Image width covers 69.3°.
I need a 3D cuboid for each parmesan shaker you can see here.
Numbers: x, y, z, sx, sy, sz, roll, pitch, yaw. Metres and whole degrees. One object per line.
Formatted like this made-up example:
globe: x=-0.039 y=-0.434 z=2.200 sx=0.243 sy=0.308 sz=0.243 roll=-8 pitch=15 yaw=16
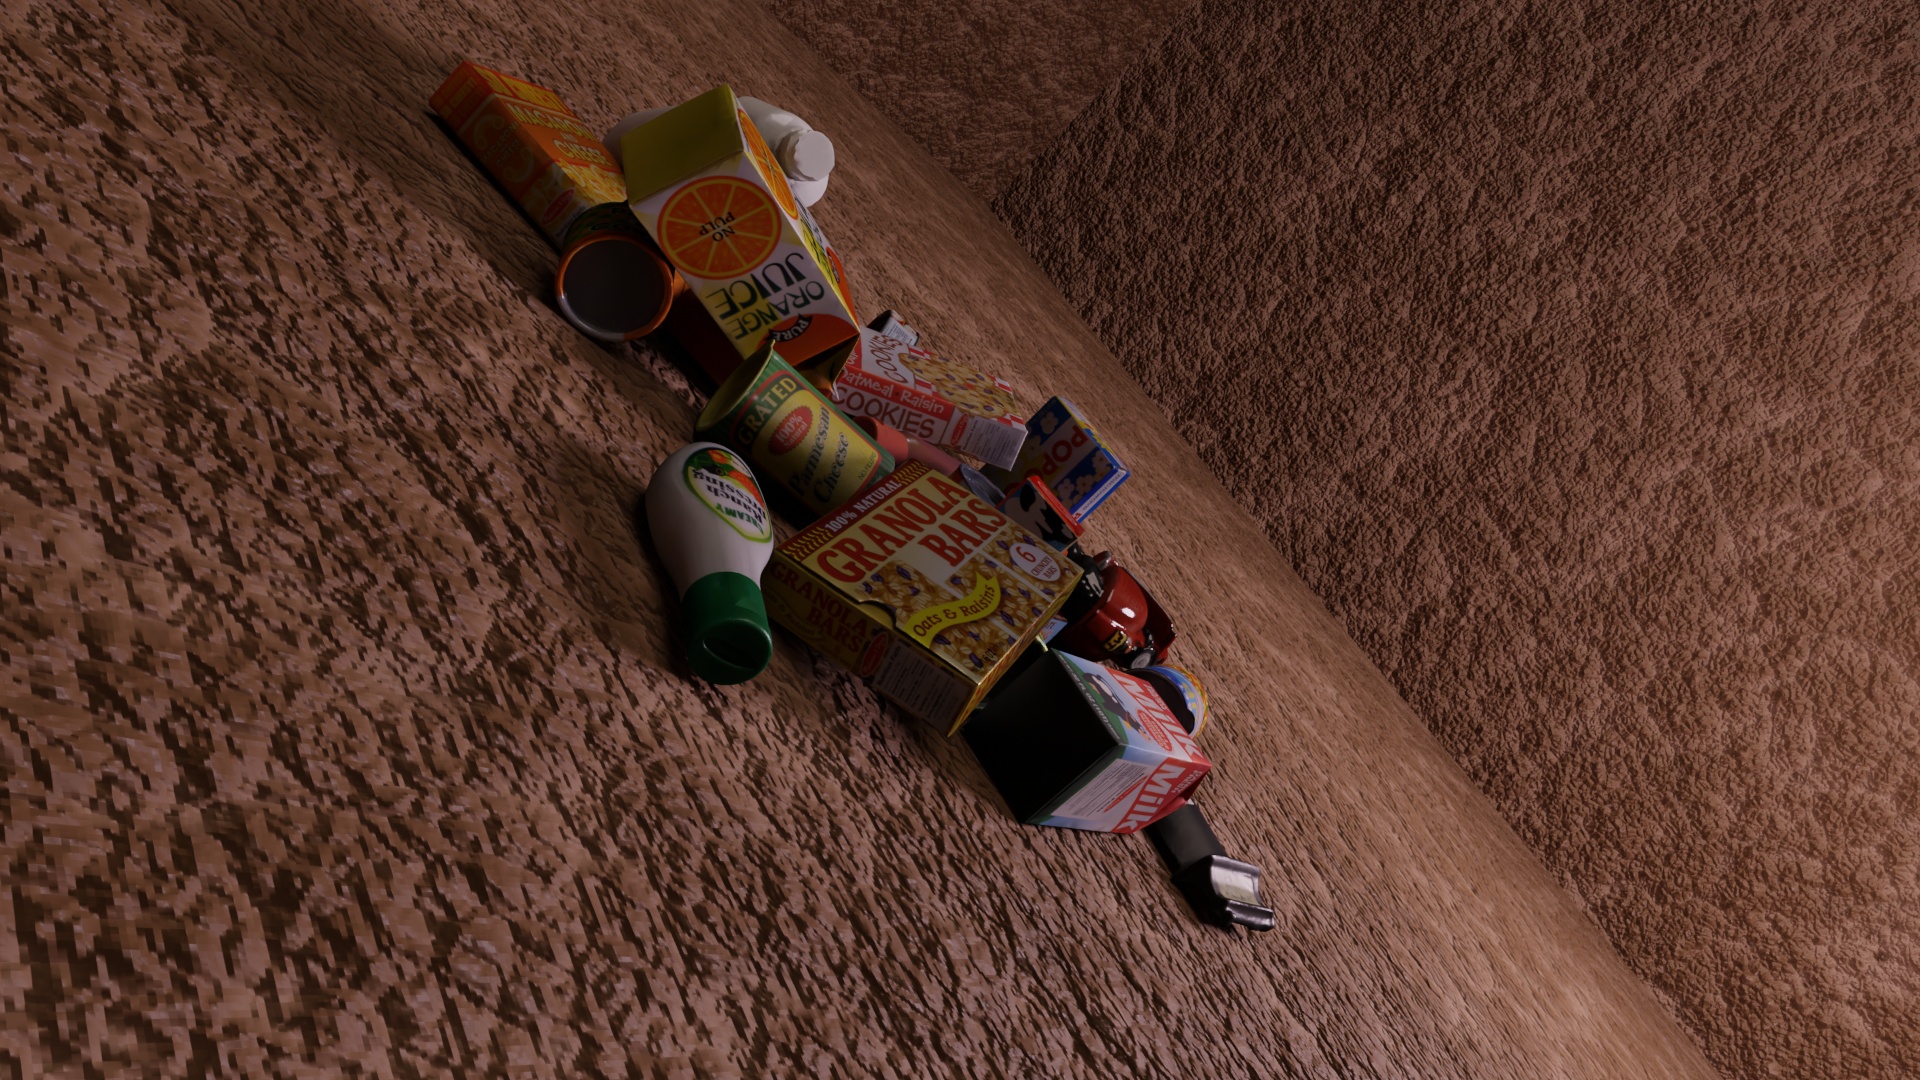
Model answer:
parmesan shaker: x=-0.096 y=-0.060 z=0.830 sx=0.103 sy=0.071 sz=0.071 roll=41 pitch=15 yaw=-22

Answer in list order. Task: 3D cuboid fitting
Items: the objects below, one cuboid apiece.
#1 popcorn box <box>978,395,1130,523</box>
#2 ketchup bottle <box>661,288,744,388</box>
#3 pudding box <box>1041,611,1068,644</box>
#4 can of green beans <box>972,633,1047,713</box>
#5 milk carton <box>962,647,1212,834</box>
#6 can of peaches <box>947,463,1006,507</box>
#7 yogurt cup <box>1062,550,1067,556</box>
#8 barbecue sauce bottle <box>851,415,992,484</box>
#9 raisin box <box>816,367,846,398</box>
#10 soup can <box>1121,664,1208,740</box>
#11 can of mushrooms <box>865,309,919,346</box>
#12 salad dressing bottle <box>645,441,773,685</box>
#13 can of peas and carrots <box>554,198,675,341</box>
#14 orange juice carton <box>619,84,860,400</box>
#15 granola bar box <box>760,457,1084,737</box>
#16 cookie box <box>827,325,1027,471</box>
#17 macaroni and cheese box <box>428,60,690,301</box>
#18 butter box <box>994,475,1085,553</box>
popcorn box: x=0.066 y=-0.045 z=1.139 sx=0.085 sy=0.126 sz=0.038 roll=53 pitch=18 yaw=23
ketchup bottle: x=-0.128 y=-0.100 z=0.903 sx=0.149 sy=0.043 sz=0.065 roll=48 pitch=18 yaw=5
pudding box: x=0.039 y=0.047 z=1.011 sx=0.050 sy=0.030 sz=0.083 roll=53 pitch=15 yaw=25
can of green beans: x=0.015 y=0.061 z=0.832 sx=0.071 sy=0.071 sz=0.058 roll=39 pitch=16 yaw=-29
milk carton: x=0.089 y=0.128 z=0.848 sx=0.072 sy=0.073 sz=0.190 roll=55 pitch=16 yaw=30
can of peaches: x=0.004 y=-0.013 z=1.013 sx=0.071 sy=0.058 sz=0.071 roll=43 pitch=14 yaw=-13
yogurt cup: x=0.047 y=0.004 z=1.083 sx=0.054 sy=0.072 sz=0.072 roll=53 pitch=13 yaw=-7
barbecue sauce bottle: x=-0.032 y=-0.054 z=1.047 sx=0.065 sy=0.043 sz=0.148 roll=39 pitch=8 yaw=37
raisin box: x=-0.135 y=-0.155 z=1.013 sx=0.086 sy=0.040 sz=0.124 roll=27 pitch=22 yaw=-26
soup can: x=0.145 y=0.126 z=1.021 sx=0.071 sy=0.071 sz=0.084 roll=51 pitch=14 yaw=16
can of mushrooms: x=-0.070 y=-0.165 z=1.199 sx=0.033 sy=0.071 sz=0.071 roll=41 pitch=15 yaw=-20
salad dressing bottle: x=-0.114 y=0.008 z=0.649 sx=0.064 sy=0.044 sz=0.148 roll=34 pitch=19 yaw=-32
can of peas and carrots: x=-0.197 y=-0.157 z=0.803 sx=0.071 sy=0.071 sz=0.059 roll=39 pitch=16 yaw=-27
orange juice carton: x=-0.120 y=-0.167 z=0.834 sx=0.192 sy=0.073 sz=0.072 roll=56 pitch=12 yaw=-48
granola bar box: x=-0.017 y=0.023 z=0.751 sx=0.124 sy=0.039 sz=0.166 roll=33 pitch=29 yaw=9
cookie box: x=-0.036 y=-0.121 z=1.113 sx=0.167 sy=0.040 sz=0.123 roll=19 pitch=21 yaw=-14
macaroni and cheese box: x=-0.250 y=-0.229 z=0.906 sx=0.166 sy=0.040 sz=0.124 roll=47 pitch=13 yaw=0
butter box: x=0.029 y=0.009 z=0.936 sx=0.053 sy=0.103 sz=0.024 roll=50 pitch=18 yaw=7
